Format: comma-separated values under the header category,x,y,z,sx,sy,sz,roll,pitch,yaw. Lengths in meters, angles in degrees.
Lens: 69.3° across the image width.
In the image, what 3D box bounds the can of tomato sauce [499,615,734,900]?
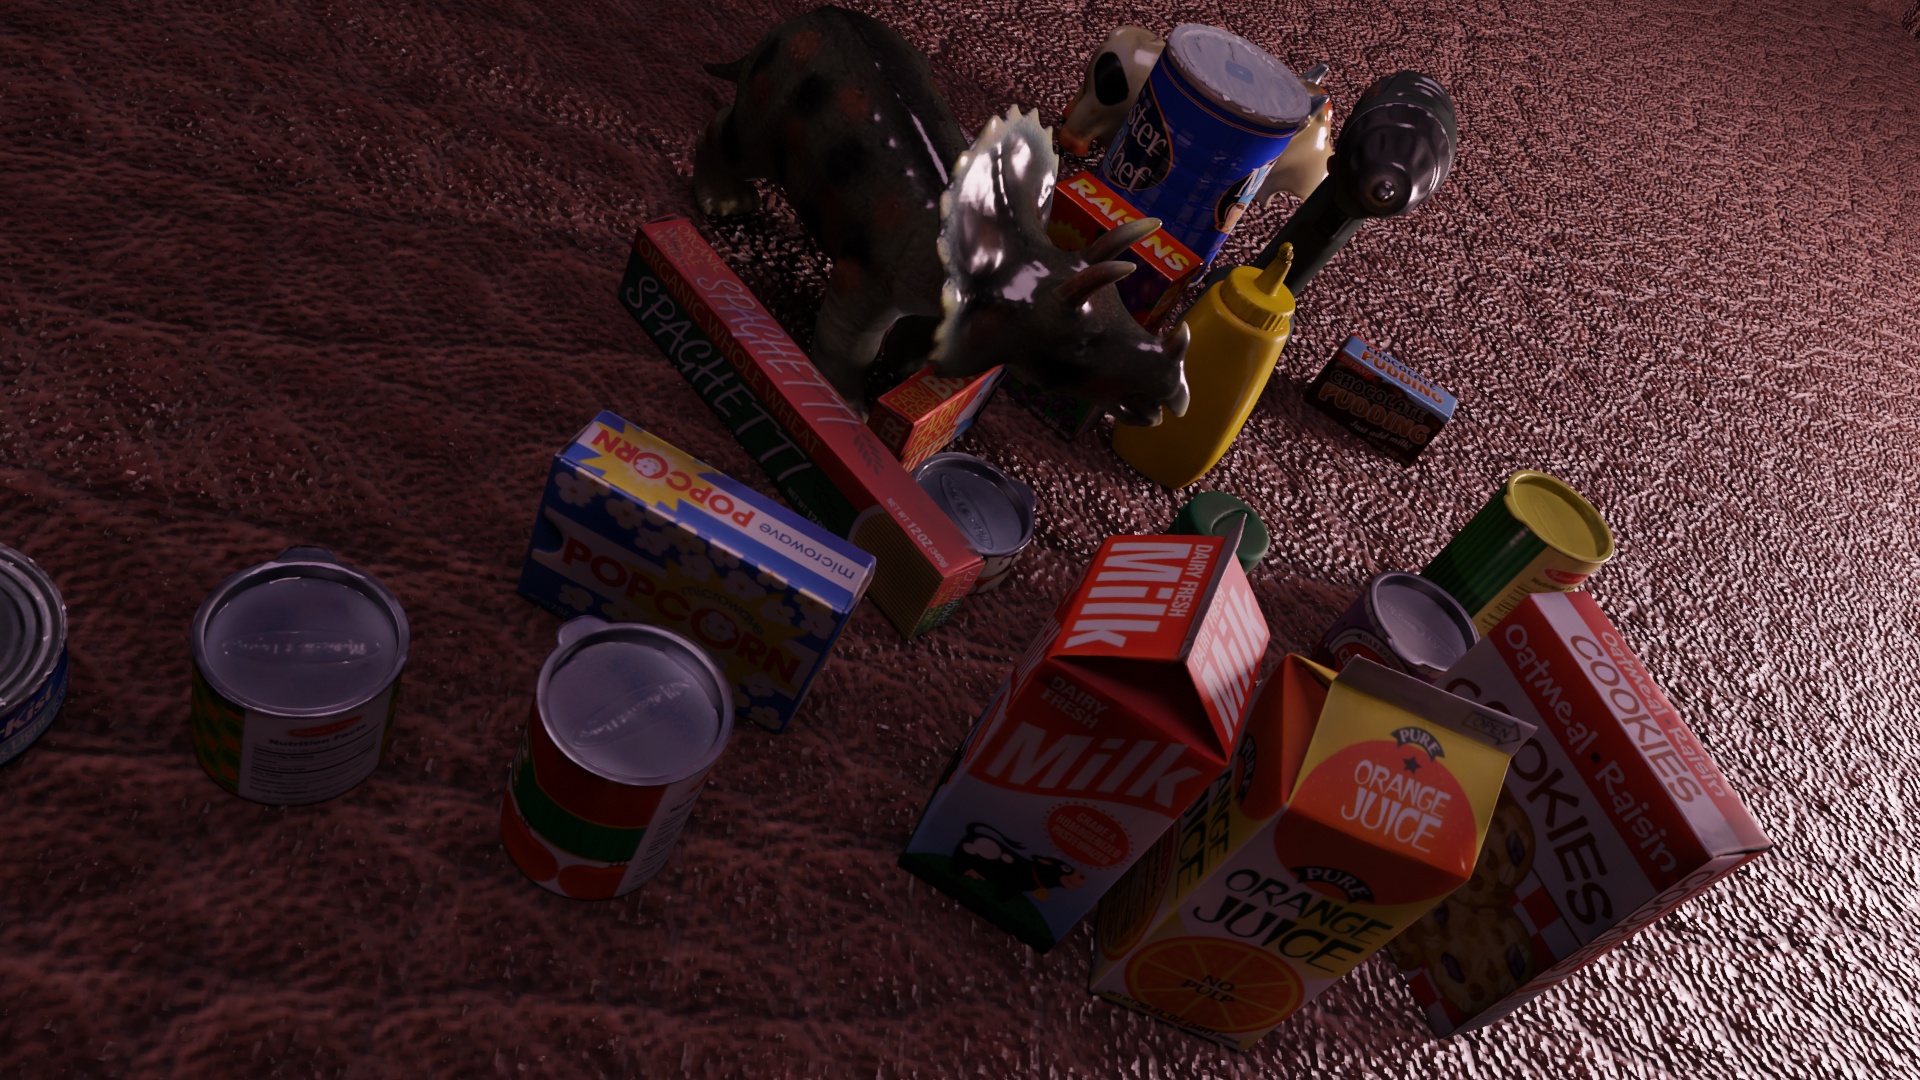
category,x,y,z,sx,sy,sz,roll,pitch,yaw
can of tomato sauce,-0.125,0.078,0.492,0.071,0.082,0.071,16,44,-16

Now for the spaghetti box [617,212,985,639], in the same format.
category,x,y,z,sx,sy,sz,roll,pitch,yaw
spaghetti box,-0.084,-0.060,0.672,0.029,0.050,0.250,-23,64,-42

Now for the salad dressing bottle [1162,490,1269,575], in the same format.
category,x,y,z,sx,sy,sz,roll,pitch,yaw
salad dressing bottle,0.078,0.040,0.596,0.044,0.146,0.064,46,44,17

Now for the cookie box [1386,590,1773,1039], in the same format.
category,x,y,z,sx,sy,sz,roll,pitch,yaw
cookie box,0.237,0.119,0.595,0.040,0.166,0.123,0,50,-30

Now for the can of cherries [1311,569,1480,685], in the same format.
category,x,y,z,sx,sy,sz,roll,pitch,yaw
can of cherries,0.226,0.059,0.728,0.071,0.058,0.072,16,44,-16

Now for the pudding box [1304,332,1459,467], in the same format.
category,x,y,z,sx,sy,sz,roll,pitch,yaw
pudding box,0.275,-0.092,0.908,0.084,0.049,0.030,35,42,4

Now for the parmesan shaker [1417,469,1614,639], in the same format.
category,x,y,z,sx,sy,sz,roll,pitch,yaw
parmesan shaker,0.300,0.018,0.776,0.071,0.102,0.072,16,44,-16

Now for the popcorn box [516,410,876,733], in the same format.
category,x,y,z,sx,sy,sz,roll,pitch,yaw
popcorn box,-0.107,0.015,0.561,0.127,0.084,0.038,29,42,-2

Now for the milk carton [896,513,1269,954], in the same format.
category,x,y,z,sx,sy,sz,roll,pitch,yaw
milk carton,0.051,0.070,0.520,0.073,0.189,0.073,31,42,1

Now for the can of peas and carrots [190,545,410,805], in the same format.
category,x,y,z,sx,sy,sz,roll,pitch,yaw
can of peas and carrots,-0.229,0.047,0.480,0.071,0.058,0.071,16,44,-16

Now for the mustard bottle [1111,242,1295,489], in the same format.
category,x,y,z,sx,sy,sz,roll,pitch,yaw
mustard bottle,0.141,-0.099,0.755,0.065,0.159,0.049,34,42,4

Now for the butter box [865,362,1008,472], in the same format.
category,x,y,z,sx,sy,sz,roll,pitch,yaw
butter box,-0.014,-0.068,0.717,0.024,0.052,0.104,40,43,10

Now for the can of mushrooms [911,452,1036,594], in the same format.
category,x,y,z,sx,sy,sz,roll,pitch,yaw
can of mushrooms,0.002,-0.009,0.684,0.071,0.033,0.071,16,44,-16

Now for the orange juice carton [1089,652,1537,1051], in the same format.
category,x,y,z,sx,sy,sz,roll,pitch,yaw
orange juice carton,0.124,0.111,0.521,0.072,0.191,0.073,24,42,-8

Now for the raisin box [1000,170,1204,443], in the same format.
category,x,y,z,sx,sy,sz,roll,pitch,yaw
raisin box,0.065,-0.128,0.768,0.086,0.122,0.040,42,43,12
